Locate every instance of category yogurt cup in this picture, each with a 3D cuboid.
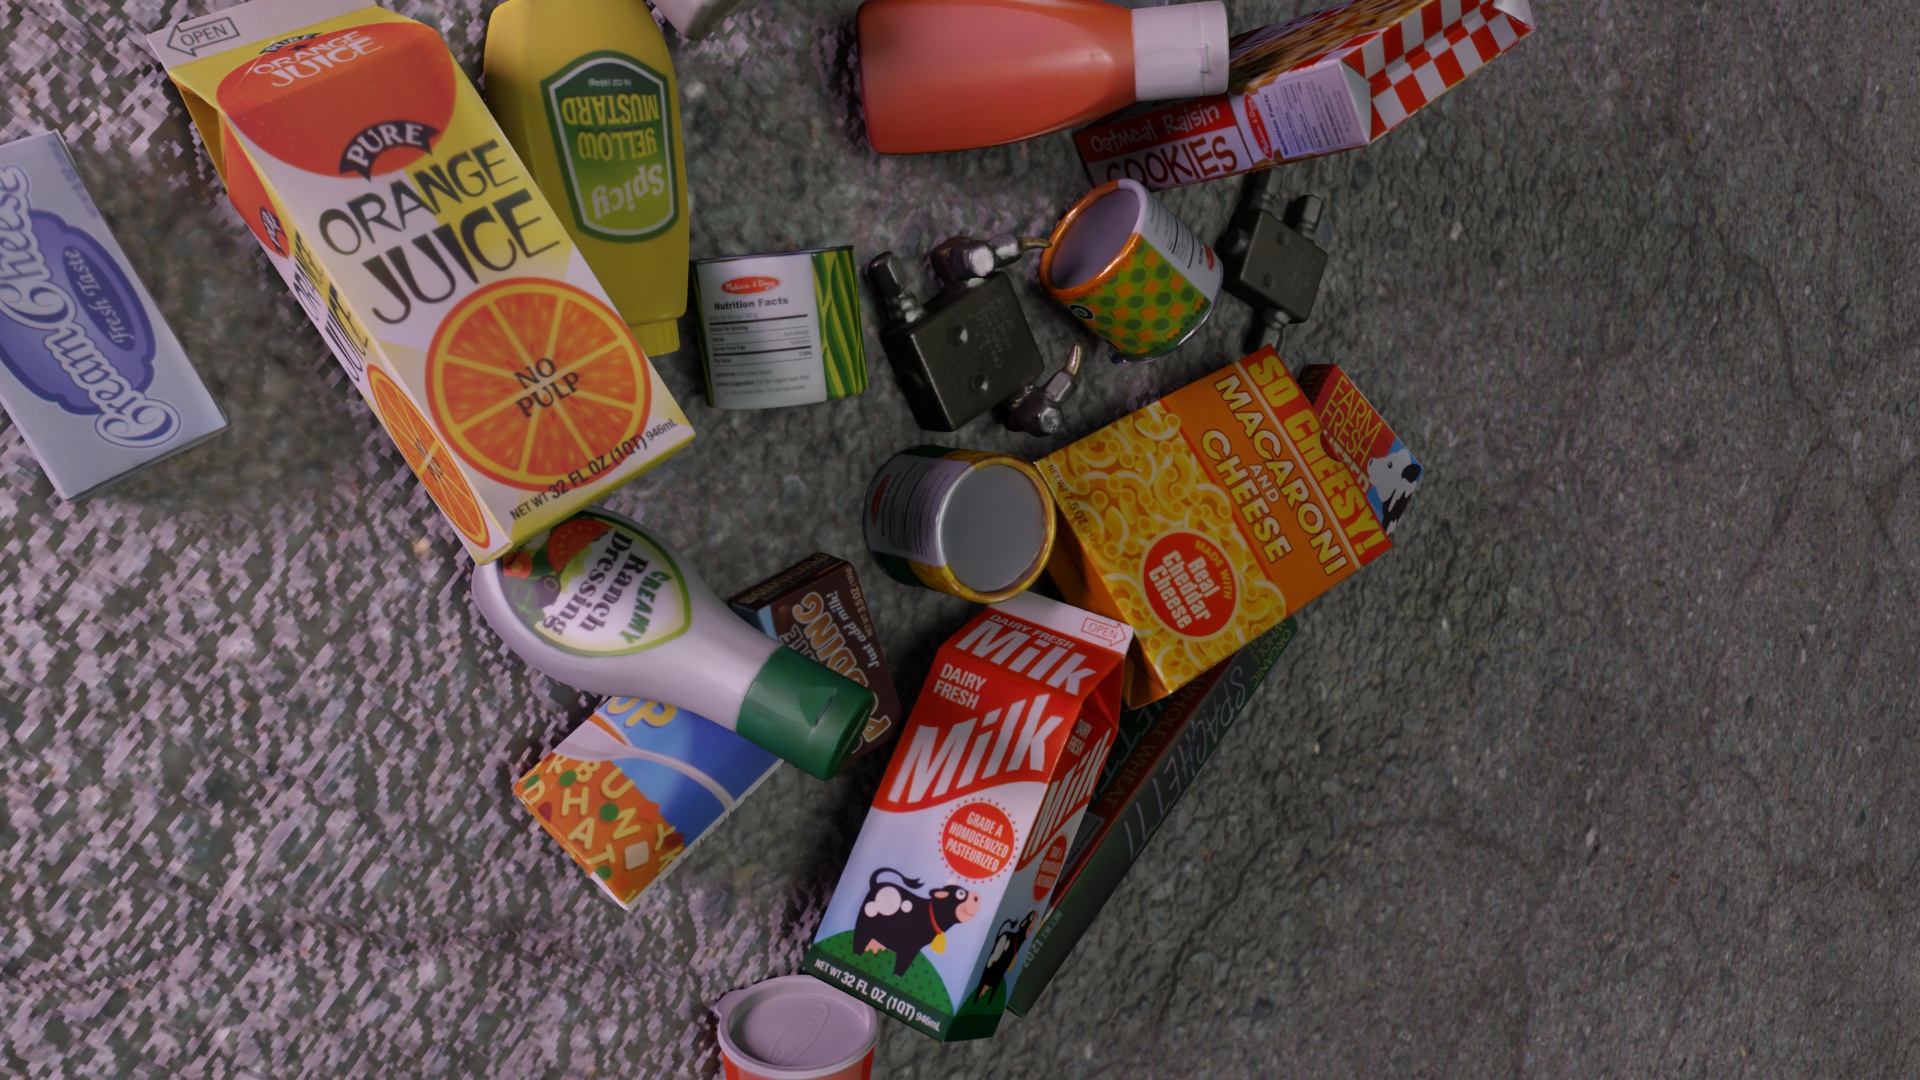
[{"bbox_3d":[-0.069,0.228,0.594,0.072,0.072,0.053,-9,109,-34],"label":"yogurt cup"}]

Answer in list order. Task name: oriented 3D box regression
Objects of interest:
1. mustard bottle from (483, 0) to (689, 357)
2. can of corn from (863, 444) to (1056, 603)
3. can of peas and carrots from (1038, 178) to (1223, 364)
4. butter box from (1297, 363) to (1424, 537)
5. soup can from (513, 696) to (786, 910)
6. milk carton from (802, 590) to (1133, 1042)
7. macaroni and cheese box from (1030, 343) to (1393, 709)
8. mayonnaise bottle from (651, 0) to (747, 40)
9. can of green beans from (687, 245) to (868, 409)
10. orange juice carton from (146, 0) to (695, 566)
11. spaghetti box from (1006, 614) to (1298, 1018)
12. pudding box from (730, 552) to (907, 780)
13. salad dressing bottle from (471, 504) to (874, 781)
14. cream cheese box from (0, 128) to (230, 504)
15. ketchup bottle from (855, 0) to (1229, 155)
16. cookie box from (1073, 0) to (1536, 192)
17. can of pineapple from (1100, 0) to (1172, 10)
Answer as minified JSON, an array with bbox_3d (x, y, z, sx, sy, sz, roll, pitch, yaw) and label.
[{"bbox_3d":[-0.131,-0.117,0.514,0.065,0.049,0.159,-17,105,-34],"label":"mustard bottle"},{"bbox_3d":[0.002,-0.008,0.616,0.071,0.058,0.071,-5,99,-34],"label":"can of corn"},{"bbox_3d":[0.077,-0.125,0.652,0.058,0.071,0.071,34,77,-33],"label":"can of peas and carrots"},{"bbox_3d":[0.219,-0.049,0.785,0.103,0.024,0.053,40,73,-32],"label":"butter box"},{"bbox_3d":[-0.121,0.088,0.537,0.084,0.071,0.071,-44,118,-23],"label":"soup can"},{"bbox_3d":[0.011,0.115,0.614,0.191,0.072,0.073,-67,156,-10],"label":"milk carton"},{"bbox_3d":[0.121,-0.011,0.681,0.167,0.040,0.124,-28,85,-30],"label":"macaroni and cheese box"},{"bbox_3d":[-0.131,-0.246,0.483,0.041,0.065,0.148,-43,104,-4],"label":"mayonnaise bottle"},{"bbox_3d":[-0.072,-0.085,0.550,0.071,0.071,0.057,-13,105,-33],"label":"can of green beans"},{"bbox_3d":[-0.176,-0.092,0.456,0.072,0.073,0.192,-35,98,-26],"label":"orange juice carton"},{"bbox_3d":[0.083,0.120,0.694,0.251,0.050,0.028,-50,122,-20],"label":"spaghetti box"},{"bbox_3d":[-0.061,0.054,0.597,0.050,0.030,0.083,-27,111,-29],"label":"pudding box"},{"bbox_3d":[-0.103,0.037,0.504,0.148,0.043,0.064,27,64,9],"label":"salad dressing bottle"},{"bbox_3d":[-0.279,-0.069,0.430,0.053,0.024,0.103,-33,114,-27],"label":"cream cheese box"},{"bbox_3d":[0.034,-0.196,0.572,0.149,0.044,0.064,-3,119,6],"label":"ketchup bottle"},{"bbox_3d":[0.150,-0.205,0.629,0.123,0.167,0.040,-37,113,-26],"label":"cookie box"},{"bbox_3d":[0.052,-0.241,0.622,0.071,0.058,0.071,-5,99,-35],"label":"can of pineapple"}]
